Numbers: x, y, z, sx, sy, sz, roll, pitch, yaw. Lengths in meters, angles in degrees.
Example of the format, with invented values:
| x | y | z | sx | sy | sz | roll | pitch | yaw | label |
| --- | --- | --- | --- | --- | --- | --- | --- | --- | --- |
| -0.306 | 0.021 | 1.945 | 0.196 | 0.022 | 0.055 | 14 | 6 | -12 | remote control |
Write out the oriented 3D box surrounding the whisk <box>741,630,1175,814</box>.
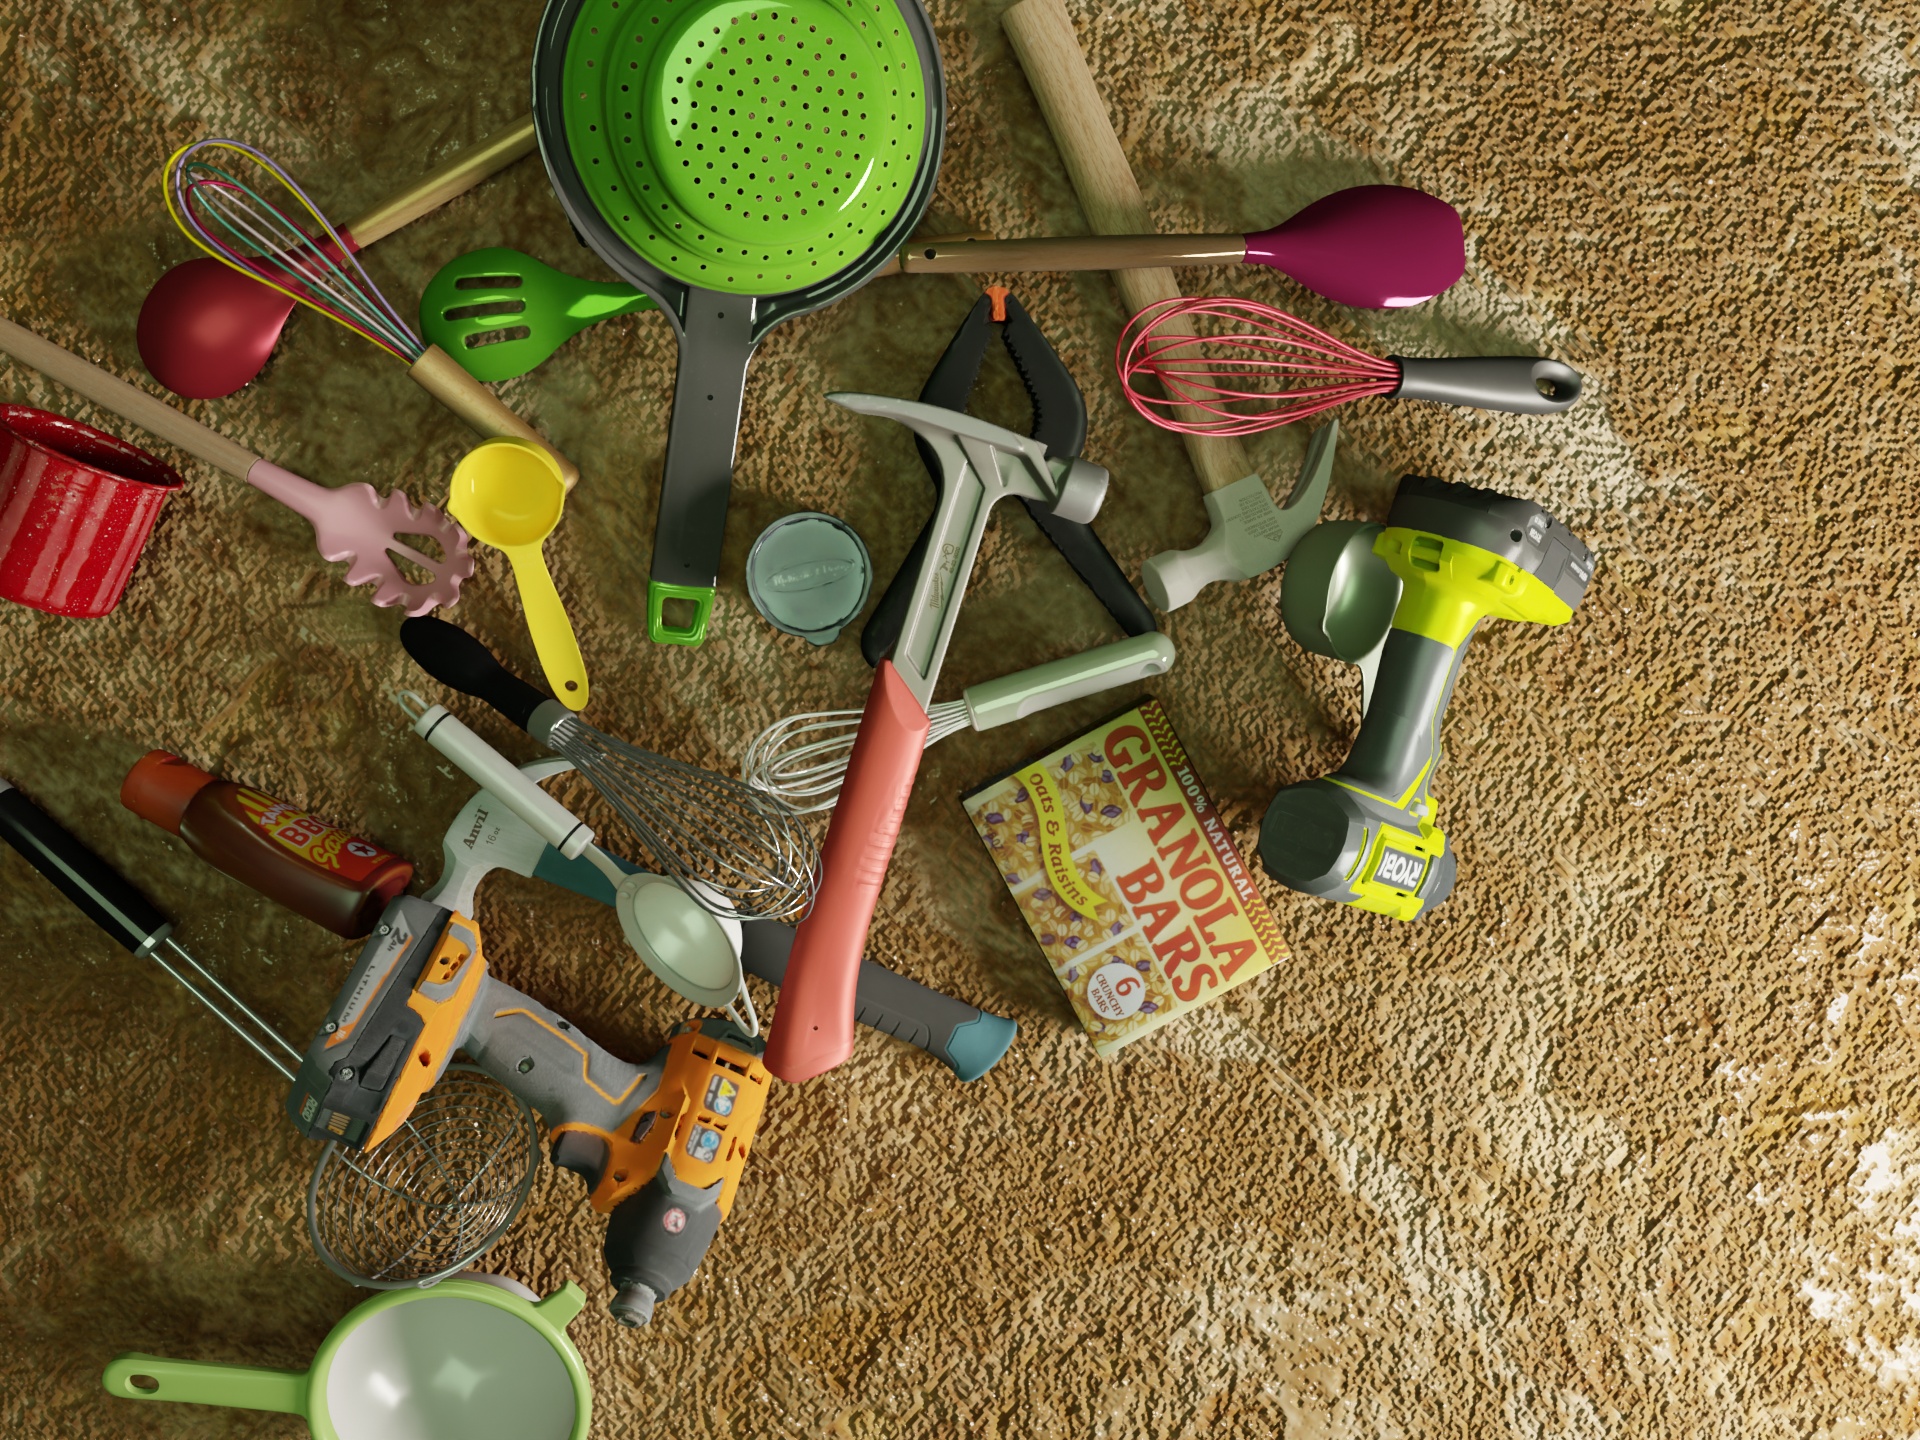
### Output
| x | y | z | sx | sy | sz | roll | pitch | yaw | label |
| --- | --- | --- | --- | --- | --- | --- | --- | --- | --- |
| -0.001 | -0.003 | 0.866 | 0.246 | 0.057 | 0.059 | -17 | 63 | 1 | whisk |

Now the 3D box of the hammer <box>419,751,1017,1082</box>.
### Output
| x | y | z | sx | sy | sz | roll | pitch | yaw | label |
| --- | --- | --- | --- | --- | --- | --- | --- | --- | --- |
| -0.125 | 0.121 | 0.885 | 0.331 | 0.033 | 0.128 | 25 | 94 | -6 | hammer |

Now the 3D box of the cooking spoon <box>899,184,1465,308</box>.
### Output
| x | y | z | sx | sy | sz | roll | pitch | yaw | label |
| --- | --- | --- | --- | --- | --- | --- | --- | --- | --- |
| 0.124 | -0.248 | 0.840 | 0.319 | 0.017 | 0.069 | -6 | 90 | -13 | cooking spoon |

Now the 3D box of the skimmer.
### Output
| x | y | z | sx | sy | sz | roll | pitch | yaw | label |
| --- | --- | --- | --- | --- | --- | --- | --- | --- | --- |
| -0.382 | 0.153 | 0.841 | 0.363 | 0.090 | 0.127 | 44 | 64 | -5 | skimmer |

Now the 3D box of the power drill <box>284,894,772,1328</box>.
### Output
| x | y | z | sx | sy | sz | roll | pitch | yaw | label |
| --- | --- | --- | --- | --- | --- | --- | --- | --- | --- |
| -0.218 | 0.201 | 0.815 | 0.226 | 0.164 | 0.084 | 26 | 136 | -12 | power drill |

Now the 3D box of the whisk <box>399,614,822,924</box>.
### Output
| x | y | z | sx | sy | sz | roll | pitch | yaw | label |
| --- | --- | --- | --- | --- | --- | --- | --- | --- | --- |
| -0.186 | 0.017 | 0.820 | 0.285 | 0.070 | 0.070 | 32 | 93 | 18 | whisk |

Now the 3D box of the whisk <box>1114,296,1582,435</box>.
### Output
| x | y | z | sx | sy | sz | roll | pitch | yaw | label |
| --- | --- | --- | --- | --- | --- | --- | --- | --- | --- |
| 0.211 | -0.182 | 0.841 | 0.295 | 0.073 | 0.073 | -2 | 96 | -23 | whisk |

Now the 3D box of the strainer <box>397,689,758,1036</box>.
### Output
| x | y | z | sx | sy | sz | roll | pitch | yaw | label |
| --- | --- | --- | --- | --- | --- | --- | --- | --- | --- |
| -0.194 | 0.067 | 0.837 | 0.258 | 0.087 | 0.050 | 40 | 47 | -2 | strainer |

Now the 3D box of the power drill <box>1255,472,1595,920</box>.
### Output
| x | y | z | sx | sy | sz | roll | pitch | yaw | label |
| --- | --- | --- | --- | --- | --- | --- | --- | --- | --- |
| 0.252 | -0.004 | 0.853 | 0.171 | 0.080 | 0.223 | 18 | 94 | -49 | power drill |

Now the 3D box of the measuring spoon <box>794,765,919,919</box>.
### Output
| x | y | z | sx | sy | sz | roll | pitch | yaw | label |
| --- | --- | --- | --- | --- | --- | --- | --- | --- | --- |
| -0.055 | 0.062 | 0.878 | 0.021 | 0.011 | 0.117 | 35 | 74 | -8 | measuring spoon |

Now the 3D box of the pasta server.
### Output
| x | y | z | sx | sy | sz | roll | pitch | yaw | label |
| --- | --- | --- | --- | --- | --- | --- | --- | --- | --- |
| -0.399 | -0.146 | 0.838 | 0.316 | 0.040 | 0.060 | 29 | 88 | -5 | pasta server |

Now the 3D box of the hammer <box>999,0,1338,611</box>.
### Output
| x | y | z | sx | sy | sz | roll | pitch | yaw | label |
| --- | --- | --- | --- | --- | --- | --- | --- | --- | --- |
| 0.104 | -0.234 | 0.862 | 0.130 | 0.031 | 0.331 | -24 | 94 | -11 | hammer |

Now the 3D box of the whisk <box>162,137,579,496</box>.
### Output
| x | y | z | sx | sy | sz | roll | pitch | yaw | label |
| --- | --- | --- | --- | --- | --- | --- | --- | --- | --- |
| -0.299 | -0.199 | 0.819 | 0.244 | 0.051 | 0.047 | 41 | 50 | -21 | whisk |

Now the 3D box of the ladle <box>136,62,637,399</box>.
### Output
| x | y | z | sx | sy | sz | roll | pitch | yaw | label |
| --- | --- | --- | --- | --- | --- | --- | --- | --- | --- |
| -0.298 | -0.268 | 0.840 | 0.315 | 0.031 | 0.069 | -32 | 98 | -2 | ladle |

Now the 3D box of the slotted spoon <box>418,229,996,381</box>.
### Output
| x | y | z | sx | sy | sz | roll | pitch | yaw | label |
| --- | --- | --- | --- | --- | --- | --- | --- | --- | --- |
| -0.135 | -0.236 | 0.854 | 0.313 | 0.031 | 0.070 | -10 | 95 | -4 | slotted spoon |

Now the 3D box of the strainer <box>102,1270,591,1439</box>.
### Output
| x | y | z | sx | sy | sz | roll | pitch | yaw | label |
| --- | --- | --- | --- | --- | --- | --- | --- | --- | --- |
| -0.327 | 0.354 | 0.874 | 0.256 | 0.069 | 0.151 | 6 | 104 | -3 | strainer |

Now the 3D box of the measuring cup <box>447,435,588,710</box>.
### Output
| x | y | z | sx | sy | sz | roll | pitch | yaw | label |
| --- | --- | --- | --- | --- | --- | --- | --- | --- | --- |
| -0.227 | -0.078 | 0.854 | 0.062 | 0.029 | 0.156 | -12 | 118 | -1 | measuring cup |

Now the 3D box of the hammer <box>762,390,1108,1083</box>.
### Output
| x | y | z | sx | sy | sz | roll | pitch | yaw | label |
| --- | --- | --- | --- | --- | --- | --- | --- | --- | --- |
| -0.048 | 0.016 | 0.824 | 0.149 | 0.037 | 0.359 | 16 | 99 | -10 | hammer |

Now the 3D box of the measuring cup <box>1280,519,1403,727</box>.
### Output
| x | y | z | sx | sy | sz | roll | pitch | yaw | label |
| --- | --- | --- | --- | --- | --- | --- | --- | --- | --- |
| 0.212 | -0.034 | 0.883 | 0.083 | 0.038 | 0.167 | -35 | 128 | -34 | measuring cup |

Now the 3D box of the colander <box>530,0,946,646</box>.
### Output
| x | y | z | sx | sy | sz | roll | pitch | yaw | label |
| --- | --- | --- | --- | --- | --- | --- | --- | --- | --- |
| -0.111 | -0.211 | 0.776 | 0.204 | 0.095 | 0.397 | 5 | 112 | -18 | colander |
